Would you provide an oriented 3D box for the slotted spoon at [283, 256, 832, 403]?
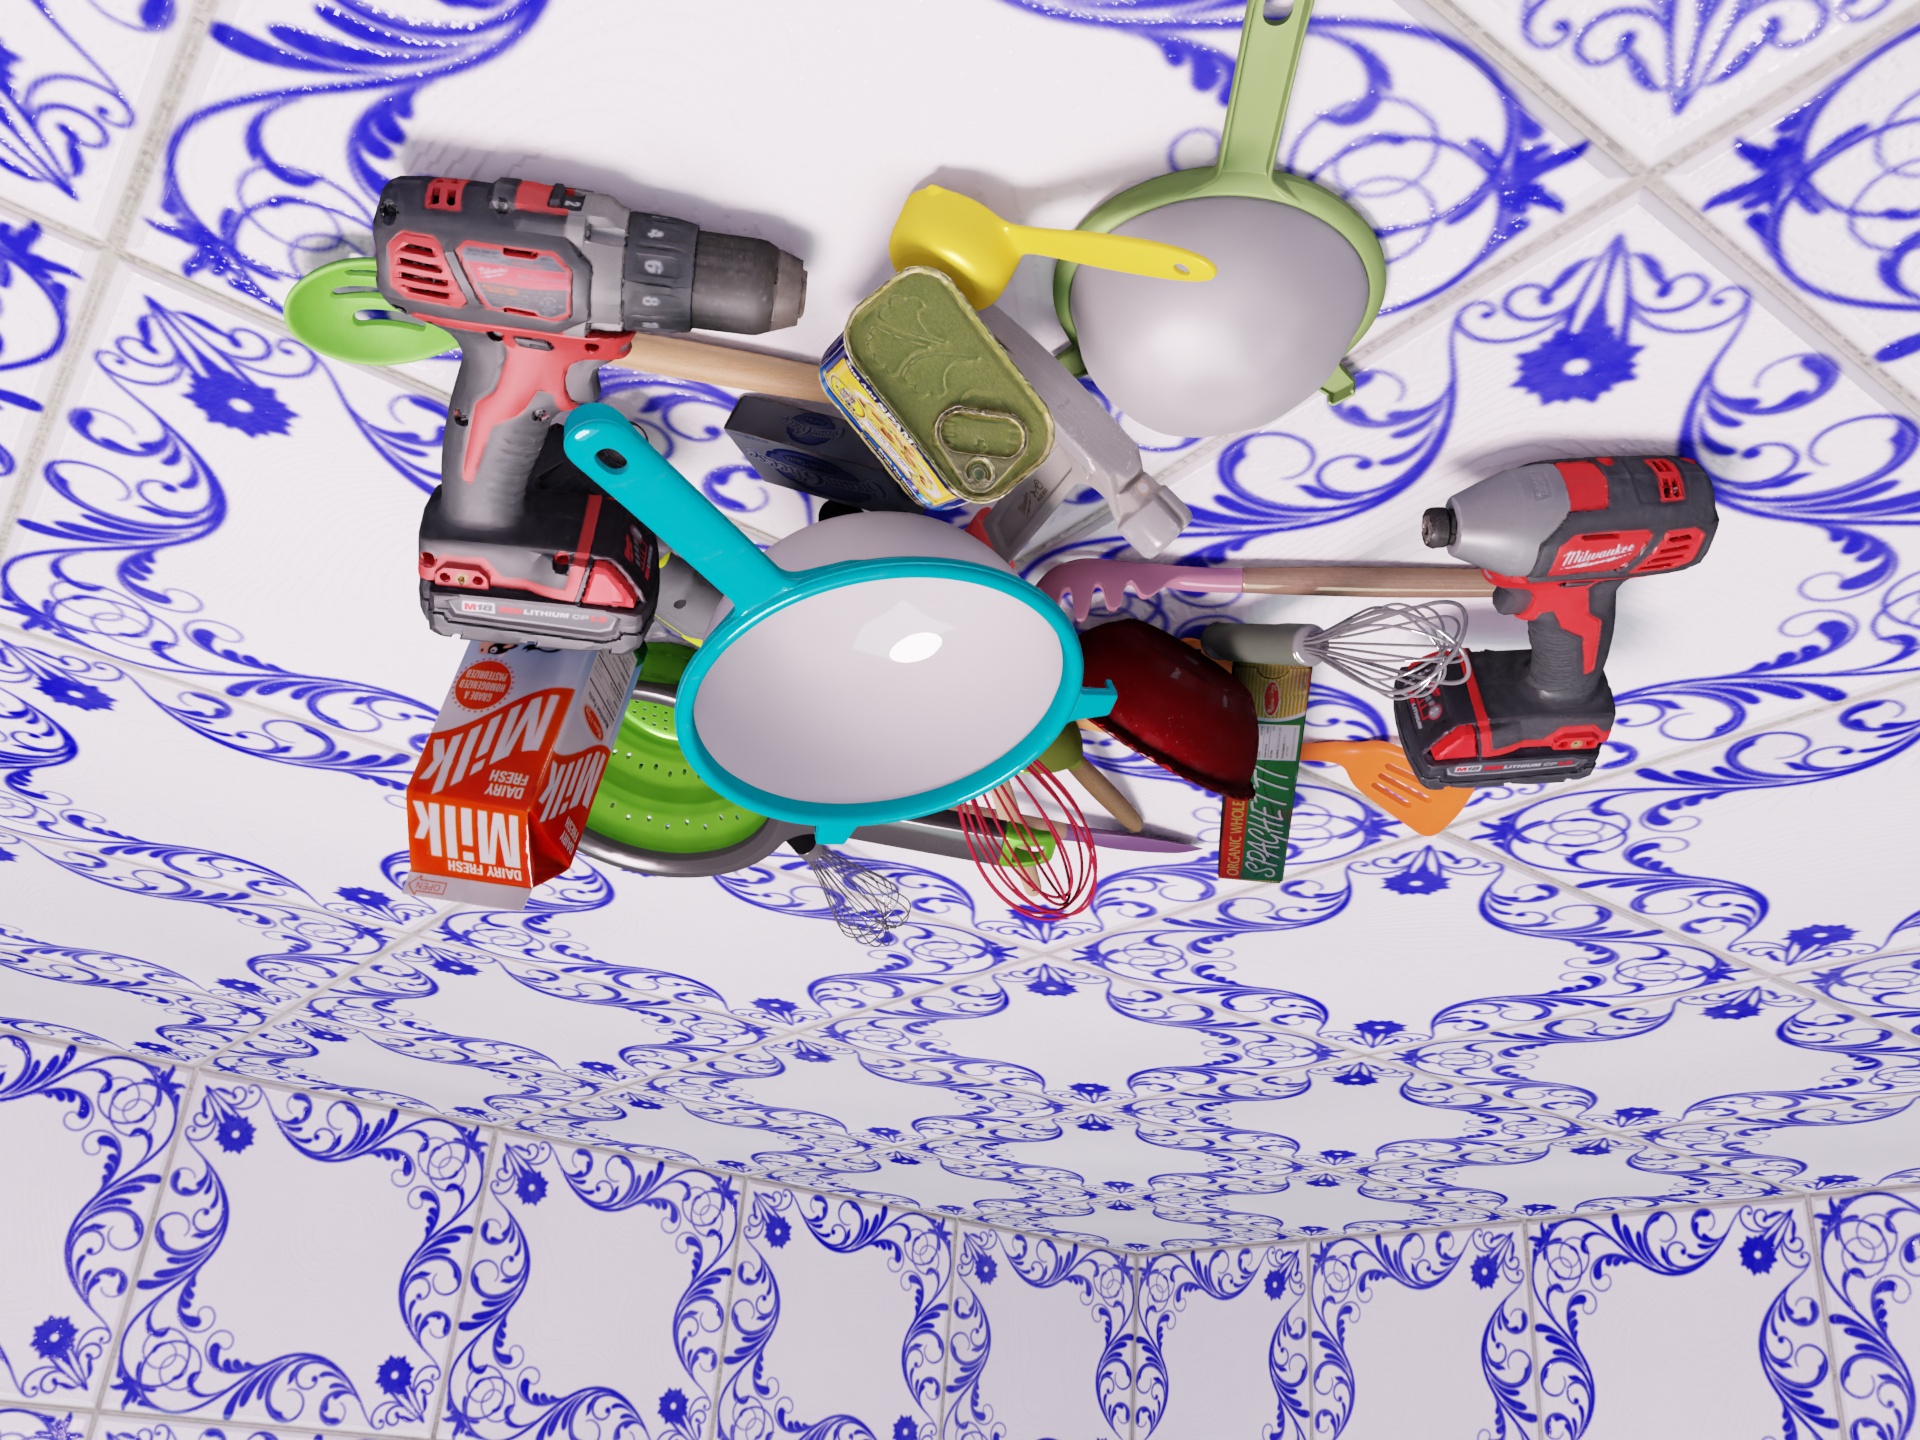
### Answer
[{"bbox_3d":[-0.170,-0.184,0.794,0.313,0.031,0.070,8,147,-10],"label":"slotted spoon"}]

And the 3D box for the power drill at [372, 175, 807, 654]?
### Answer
[{"bbox_3d":[-0.176,-0.143,0.763,0.188,0.080,0.226,5,130,-9],"label":"power drill"}]

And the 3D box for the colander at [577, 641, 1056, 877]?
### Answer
[{"bbox_3d":[-0.127,0.028,1.105,0.397,0.095,0.204,10,138,-1],"label":"colander"}]

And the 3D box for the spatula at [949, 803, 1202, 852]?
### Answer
[{"bbox_3d":[0.059,0.086,1.280,0.315,0.018,0.060,11,165,-30],"label":"spatula"}]

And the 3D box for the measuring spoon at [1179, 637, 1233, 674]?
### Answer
[{"bbox_3d":[0.183,-0.028,1.067,0.021,0.011,0.116,-18,145,39],"label":"measuring spoon"}]

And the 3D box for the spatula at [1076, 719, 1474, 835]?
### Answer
[{"bbox_3d":[0.202,0.024,1.137,0.322,0.041,0.081,9,144,-6],"label":"spatula"}]

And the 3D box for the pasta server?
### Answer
[{"bbox_3d":[0.194,-0.075,0.940,0.316,0.040,0.060,1,-178,4],"label":"pasta server"}]

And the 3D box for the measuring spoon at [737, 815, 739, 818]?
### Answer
[{"bbox_3d":[-0.134,0.062,1.217,0.128,0.021,0.042,-11,151,33],"label":"measuring spoon"}]

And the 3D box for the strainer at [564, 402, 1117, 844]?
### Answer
[{"bbox_3d":[-0.079,-0.070,0.792,0.211,0.095,0.340,-27,140,17],"label":"strainer"}]

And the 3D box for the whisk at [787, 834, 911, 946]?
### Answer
[{"bbox_3d":[-0.120,0.125,1.391,0.070,0.070,0.284,-6,147,22],"label":"whisk"}]

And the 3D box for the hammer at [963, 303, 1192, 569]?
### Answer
[{"bbox_3d":[0.002,-0.093,0.902,0.149,0.037,0.359,45,156,0],"label":"hammer"}]

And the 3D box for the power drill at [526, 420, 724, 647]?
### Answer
[{"bbox_3d":[-0.163,-0.091,0.930,0.223,0.080,0.171,27,147,-32],"label":"power drill"}]

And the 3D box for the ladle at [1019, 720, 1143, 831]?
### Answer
[{"bbox_3d":[0.086,0.048,1.161,0.078,0.062,0.320,17,169,25],"label":"ladle"}]

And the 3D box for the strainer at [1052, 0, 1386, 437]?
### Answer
[{"bbox_3d":[0.116,-0.194,0.672,0.151,0.069,0.256,4,156,2],"label":"strainer"}]

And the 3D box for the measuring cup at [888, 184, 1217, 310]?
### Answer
[{"bbox_3d":[0.035,-0.191,0.672,0.157,0.029,0.062,19,164,33],"label":"measuring cup"}]

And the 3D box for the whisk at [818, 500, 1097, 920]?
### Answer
[{"bbox_3d":[-0.001,-0.003,0.940,0.073,0.073,0.295,-18,111,38],"label":"whisk"}]

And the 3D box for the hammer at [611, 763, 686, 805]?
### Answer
[{"bbox_3d":[-0.149,0.029,1.218,0.335,0.035,0.146,-9,151,27],"label":"hammer"}]

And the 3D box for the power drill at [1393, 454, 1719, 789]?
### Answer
[{"bbox_3d":[0.313,-0.055,0.883,0.143,0.079,0.219,-4,143,0],"label":"power drill"}]

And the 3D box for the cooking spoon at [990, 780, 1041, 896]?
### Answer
[{"bbox_3d":[0.031,0.052,1.187,0.069,0.017,0.318,-29,145,-7],"label":"cooking spoon"}]

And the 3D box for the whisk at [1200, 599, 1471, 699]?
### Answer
[{"bbox_3d":[0.204,-0.044,0.905,0.057,0.059,0.246,35,171,-20],"label":"whisk"}]
